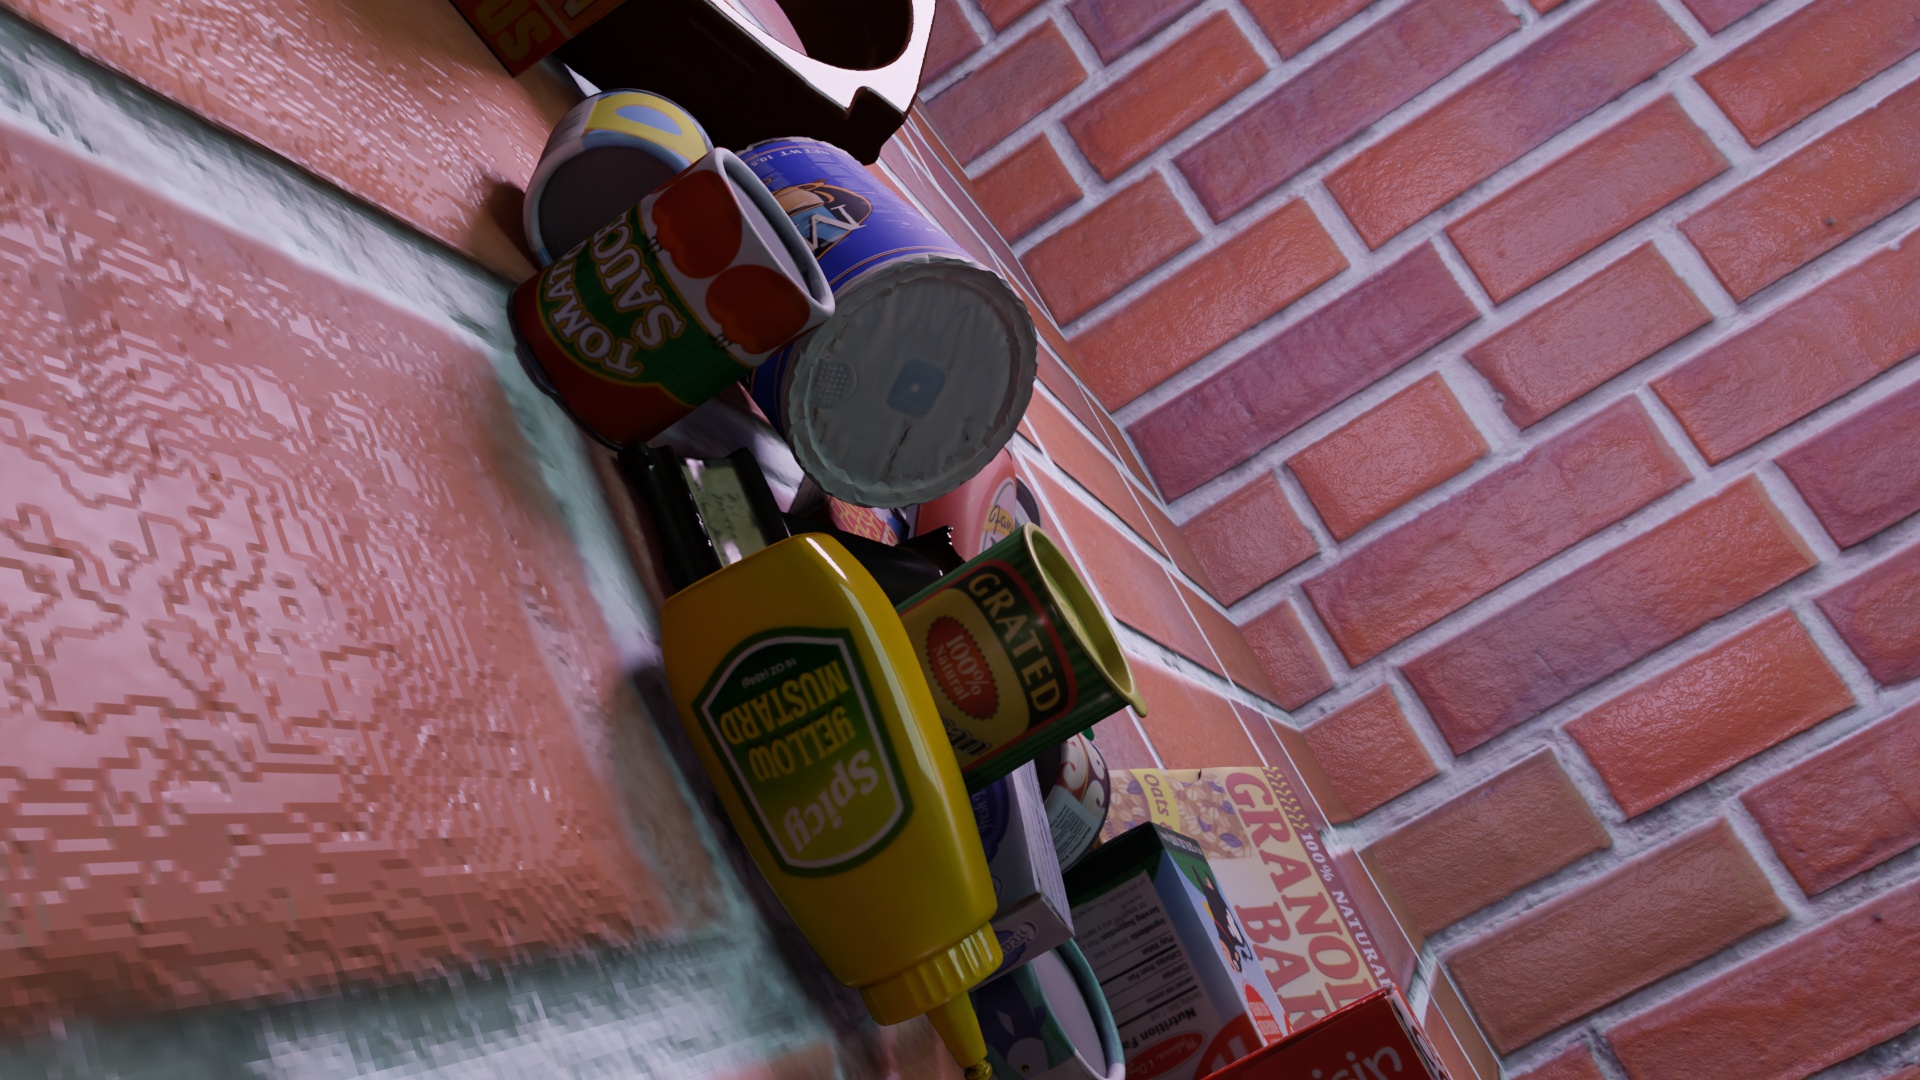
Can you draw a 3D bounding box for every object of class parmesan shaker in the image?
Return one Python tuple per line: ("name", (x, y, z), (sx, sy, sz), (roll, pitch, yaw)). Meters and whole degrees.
("parmesan shaker", (-0.002, 0.051, 0.446), (0.071, 0.103, 0.071), (54, 12, -16))

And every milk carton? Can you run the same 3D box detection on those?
("milk carton", (0.090, 0.206, 0.500), (0.072, 0.073, 0.191), (39, 22, -60))

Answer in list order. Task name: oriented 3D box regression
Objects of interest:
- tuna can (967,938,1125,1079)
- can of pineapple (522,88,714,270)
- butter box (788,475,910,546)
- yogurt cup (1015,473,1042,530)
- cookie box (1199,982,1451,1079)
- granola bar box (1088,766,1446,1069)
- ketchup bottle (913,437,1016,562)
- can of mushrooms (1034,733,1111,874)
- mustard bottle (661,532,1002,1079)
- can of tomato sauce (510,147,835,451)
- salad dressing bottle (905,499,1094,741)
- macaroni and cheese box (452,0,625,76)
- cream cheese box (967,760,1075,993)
("tuna can", (0.023, 0.154, 0.458), (0.071, 0.033, 0.071), (55, 12, -17))
("can of pineapple", (-0.119, -0.122, 0.502), (0.071, 0.071, 0.058), (51, 14, -30))
("butter box", (-0.048, -0.004, 0.600), (0.053, 0.024, 0.104), (54, 12, -15))
("yogurt cup", (0.010, -0.010, 0.761), (0.072, 0.072, 0.054), (57, 3, -3))
("cookie box", (0.118, 0.236, 0.410), (0.168, 0.123, 0.040), (62, 11, 20))
("granola bar box", (0.124, 0.179, 0.628), (0.124, 0.038, 0.166), (3, 42, -25))
("ketchup bottle", (0.002, -0.008, 0.635), (0.064, 0.043, 0.149), (66, 24, -51))
("can of mushrooms", (0.019, 0.092, 0.523), (0.033, 0.071, 0.071), (46, 16, -41))
("mustard bottle", (-0.026, 0.078, 0.382), (0.160, 0.065, 0.049), (63, 7, 7))
("can of tomato sauce", (-0.094, -0.079, 0.455), (0.071, 0.083, 0.071), (55, 11, -16))
("salad dressing bottle", (0.022, 0.039, 0.697), (0.044, 0.064, 0.147), (24, 43, -87))
("macaroni and cheese box", (-0.151, -0.286, 0.552), (0.123, 0.166, 0.040), (52, 12, -29))
("cream cheese box", (0.003, 0.100, 0.463), (0.024, 0.053, 0.104), (54, 12, -27))
